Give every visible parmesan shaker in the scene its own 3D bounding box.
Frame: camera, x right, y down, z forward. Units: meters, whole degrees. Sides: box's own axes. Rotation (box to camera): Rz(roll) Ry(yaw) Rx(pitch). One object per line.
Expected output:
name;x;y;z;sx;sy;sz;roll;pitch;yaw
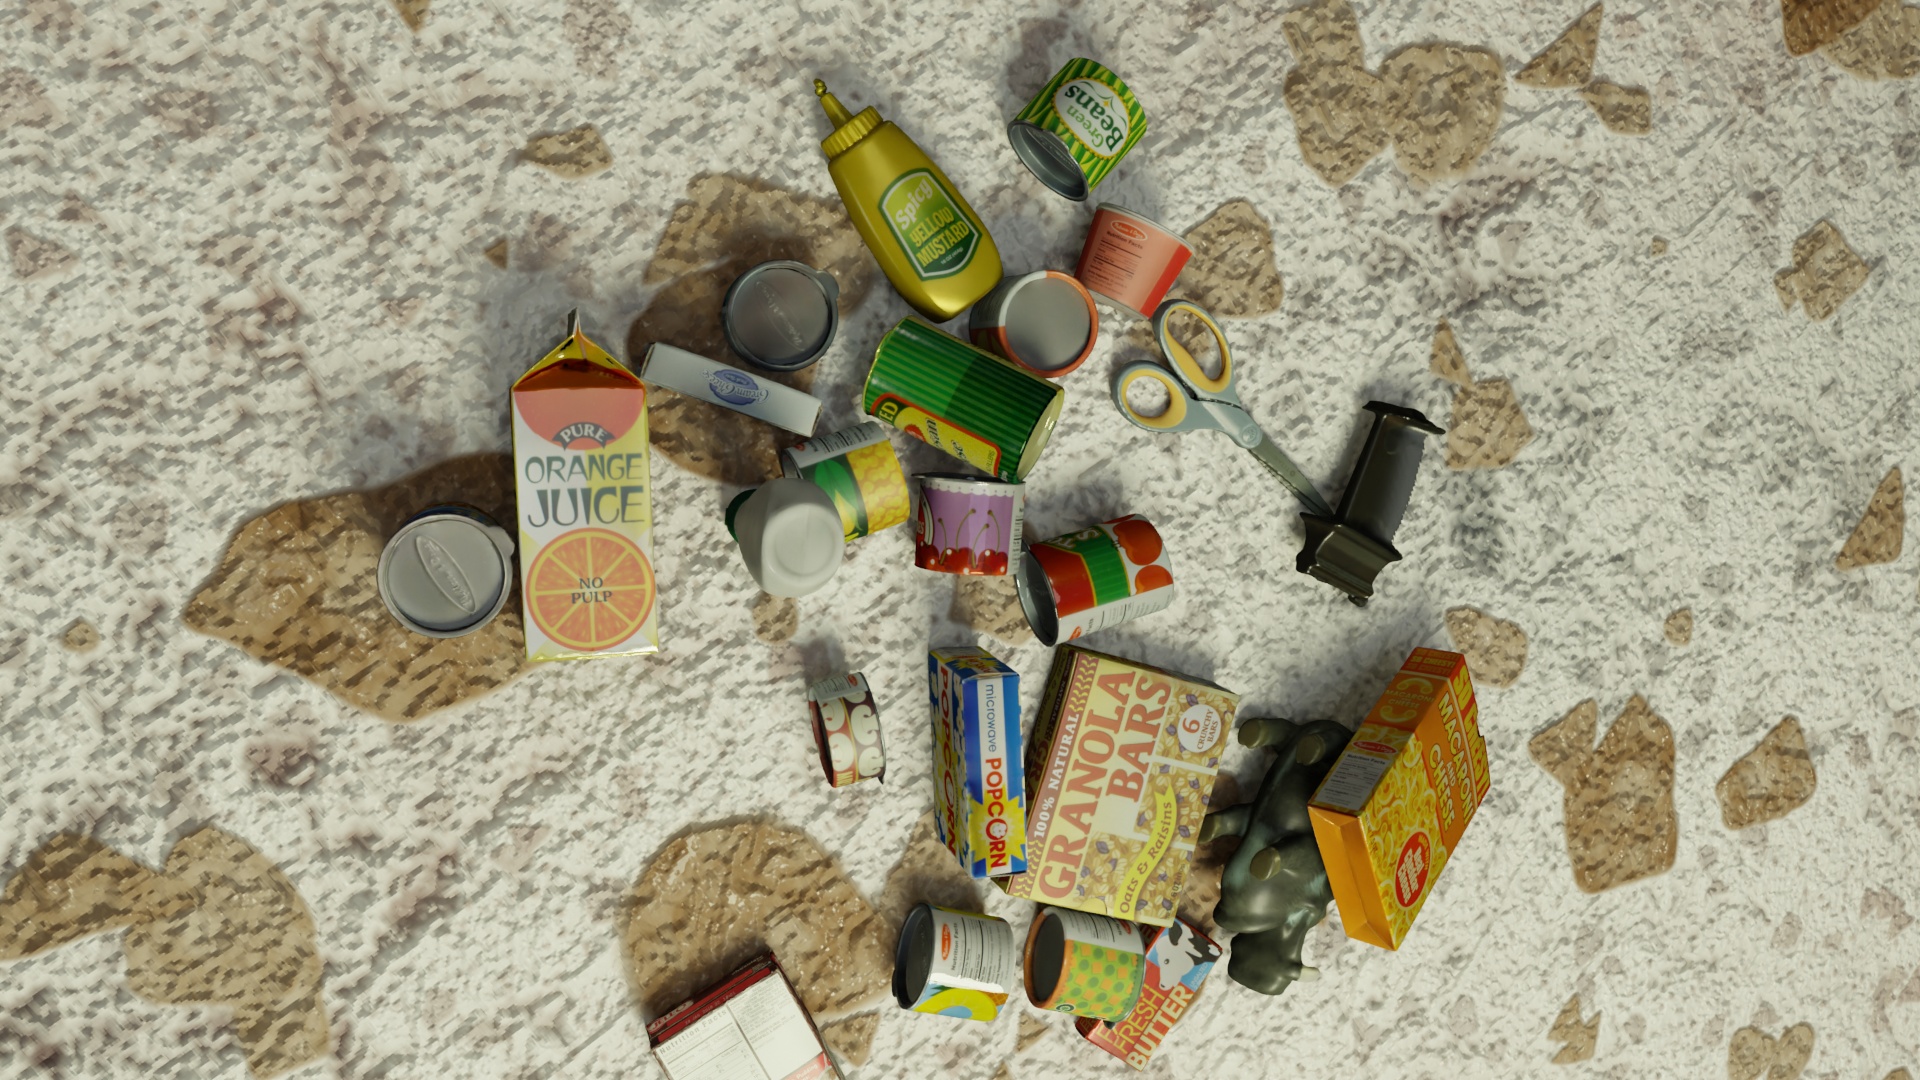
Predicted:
parmesan shaker;0.002;-0.084;0.825;0.103;0.071;0.071;27;87;12

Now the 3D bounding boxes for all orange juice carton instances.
orange juice carton;-0.214;-0.033;0.783;0.073;0.072;0.192;-3;97;-18

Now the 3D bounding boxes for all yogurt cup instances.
yogurt cup;0.106;-0.174;0.876;0.072;0.072;0.054;24;97;-18

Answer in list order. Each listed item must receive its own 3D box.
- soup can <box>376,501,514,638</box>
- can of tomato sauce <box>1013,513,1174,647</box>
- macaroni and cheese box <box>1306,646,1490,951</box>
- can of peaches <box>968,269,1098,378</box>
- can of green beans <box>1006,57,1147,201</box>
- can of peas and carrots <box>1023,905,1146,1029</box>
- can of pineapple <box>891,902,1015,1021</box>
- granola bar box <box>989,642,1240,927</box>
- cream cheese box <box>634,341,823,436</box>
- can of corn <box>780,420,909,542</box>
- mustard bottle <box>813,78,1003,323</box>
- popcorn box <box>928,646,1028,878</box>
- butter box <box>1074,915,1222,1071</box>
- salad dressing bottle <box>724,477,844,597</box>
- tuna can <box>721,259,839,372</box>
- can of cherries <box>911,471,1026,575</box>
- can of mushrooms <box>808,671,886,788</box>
soup can;-0.278;0.013;0.761;0.071;0.084;0.071;-2;97;-18
can of tomato sauce;0.084;0.023;0.888;0.083;0.071;0.071;-16;101;-16
macaroni and cheese box;0.301;0.171;0.937;0.167;0.040;0.123;-43;124;-34
can of peaches;0.047;-0.132;0.864;0.071;0.058;0.071;-2;96;-17
can of green beans;0.072;-0.253;0.855;0.071;0.071;0.058;44;82;-17
can of peas and carrots;0.080;0.280;0.912;0.059;0.071;0.071;16;91;-18
can of pineapple;-0.005;0.270;0.886;0.058;0.071;0.071;16;91;-19
granola bar box;0.103;0.163;0.922;0.124;0.039;0.165;16;90;-18
cream cheese box;-0.136;-0.089;0.812;0.104;0.053;0.024;18;93;-19
can of corn;-0.068;-0.030;0.833;0.058;0.071;0.071;-20;102;-15
mustard bottle;-0.040;-0.207;0.833;0.065;0.049;0.160;-41;106;-11
popcorn box;0.010;0.135;0.865;0.038;0.085;0.126;-5;98;-16
butter box;0.129;0.307;0.952;0.053;0.024;0.103;38;84;-18
salad dressing bottle;-0.103;-0.006;0.781;0.044;0.147;0.064;5;95;-19
tuna can;-0.106;-0.135;0.827;0.071;0.033;0.071;-2;96;-17
can of cherries;0.003;-0.011;0.859;0.071;0.071;0.058;2;96;-18
can of mushrooms;-0.069;0.118;0.847;0.033;0.071;0.071;-12;99;-15
